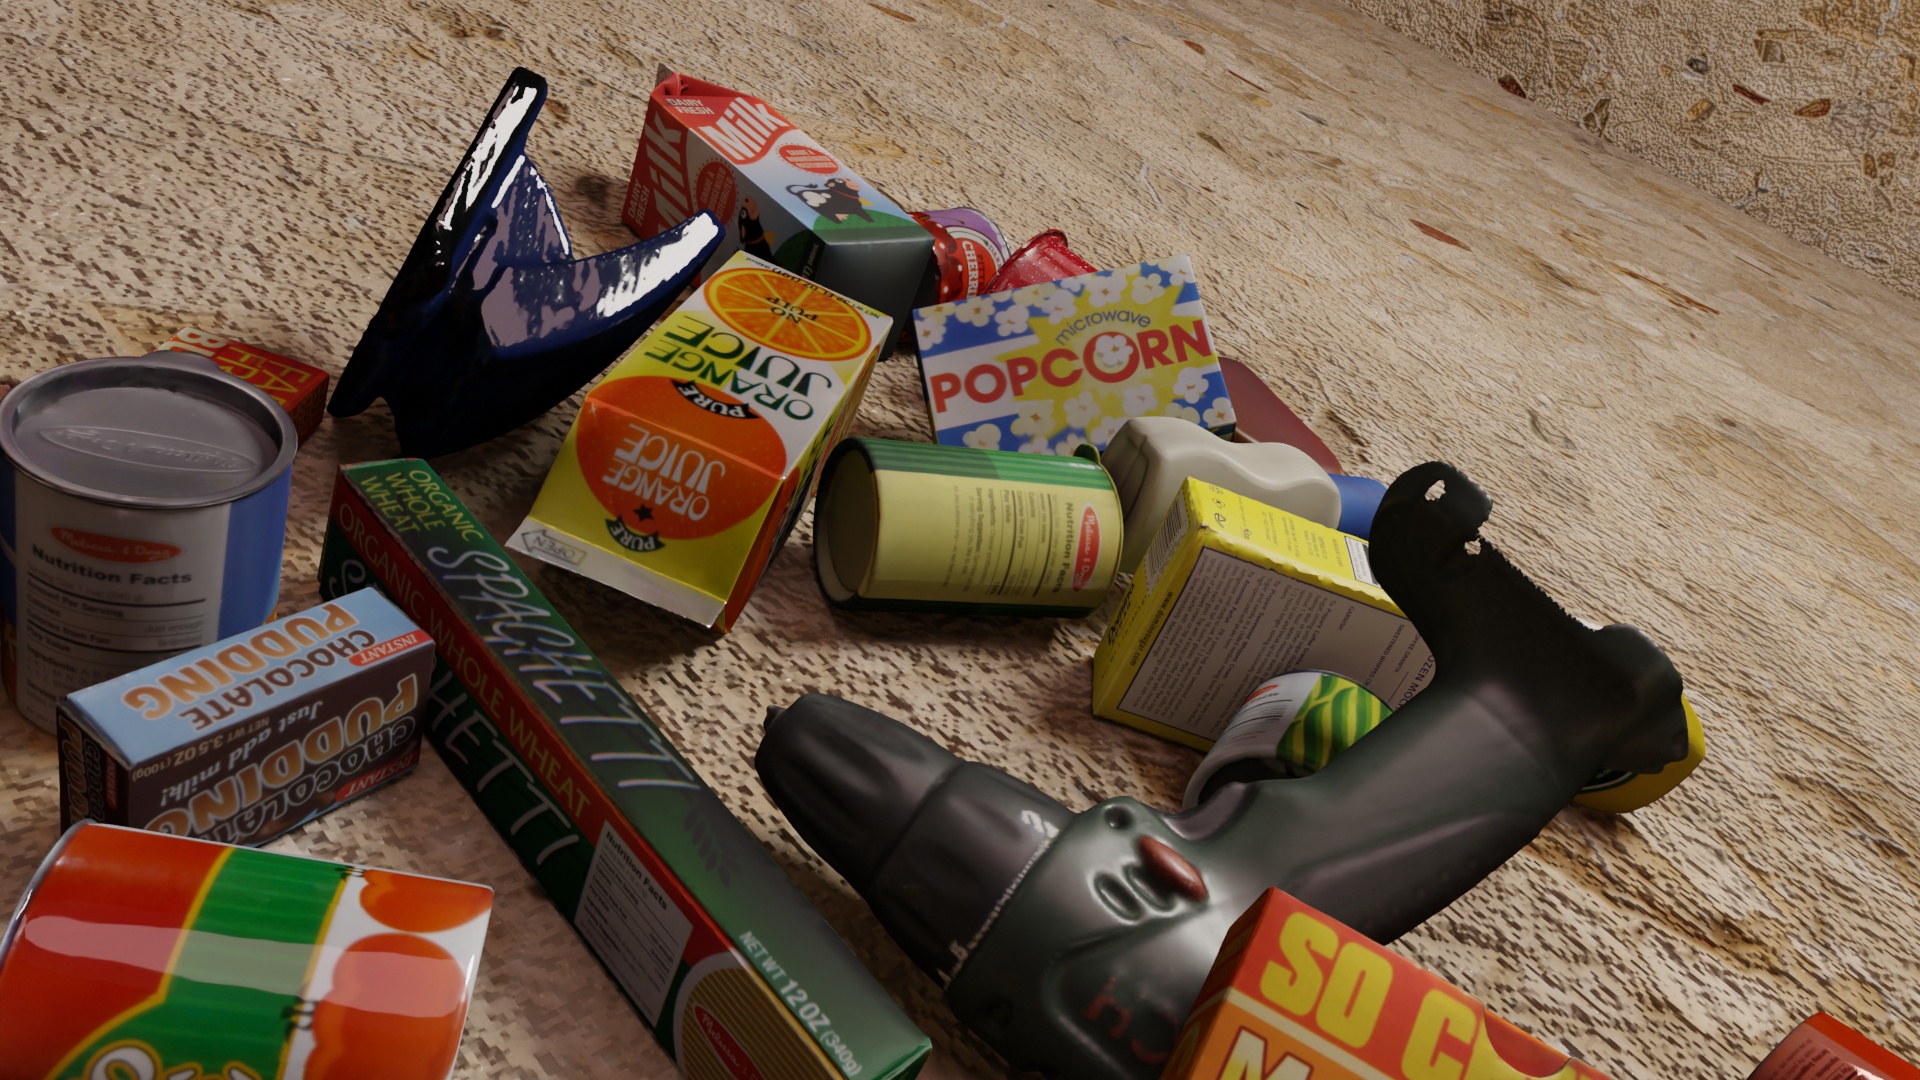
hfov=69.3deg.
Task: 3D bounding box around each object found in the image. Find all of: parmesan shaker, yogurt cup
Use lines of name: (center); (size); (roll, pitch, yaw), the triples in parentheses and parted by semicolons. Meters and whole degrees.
parmesan shaker: (0.002, -0.007, 0.536); (0.103, 0.071, 0.071); (4, 36, -27)
yogurt cup: (0.275, 0.186, 0.431); (0.072, 0.072, 0.054); (-5, 34, -38)

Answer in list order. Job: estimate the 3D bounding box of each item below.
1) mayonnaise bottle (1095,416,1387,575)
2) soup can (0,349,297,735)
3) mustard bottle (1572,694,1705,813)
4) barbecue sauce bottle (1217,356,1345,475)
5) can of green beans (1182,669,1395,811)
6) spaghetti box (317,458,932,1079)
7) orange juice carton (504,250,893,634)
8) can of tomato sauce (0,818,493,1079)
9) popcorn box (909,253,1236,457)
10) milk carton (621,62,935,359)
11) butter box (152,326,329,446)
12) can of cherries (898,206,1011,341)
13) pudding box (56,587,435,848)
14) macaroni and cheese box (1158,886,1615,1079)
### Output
mayonnaise bottle: (0.122, -0.014, 0.587); (0.148, 0.064, 0.041); (4, 33, -34)
soup can: (-0.217, 0.002, 0.372); (0.071, 0.083, 0.072); (17, 32, -11)
mustard bottle: (0.228, 0.055, 0.574); (0.160, 0.065, 0.049); (29, 34, -10)
barbecue sauce bottle: (0.163, -0.037, 0.709); (0.065, 0.043, 0.149); (0, 39, -33)
can of green beans: (0.116, 0.086, 0.475); (0.071, 0.071, 0.058); (33, 33, 15)
spaghetti box: (-0.105, 0.066, 0.380); (0.250, 0.050, 0.029); (41, 34, 27)
orange juice carton: (-0.091, -0.033, 0.515); (0.072, 0.072, 0.194); (24, 32, -1)
can of tomato sauce: (-0.147, 0.100, 0.288); (0.083, 0.070, 0.071); (14, 33, -16)
popcorn box: (0.048, -0.068, 0.604); (0.127, 0.038, 0.085); (-12, 70, 0)
milk carton: (-0.108, -0.170, 0.707); (0.074, 0.072, 0.191); (-15, 48, -45)
butter box: (-0.256, -0.033, 0.455); (0.053, 0.024, 0.104); (18, 32, -6)
can of cherries: (-0.014, -0.139, 0.725); (0.071, 0.071, 0.058); (41, 36, 26)
pudding box: (-0.180, 0.051, 0.355); (0.030, 0.049, 0.084); (34, 33, 20)
macaroni and cheese box: (0.082, 0.174, 0.279); (0.124, 0.040, 0.167); (29, 60, 9)
